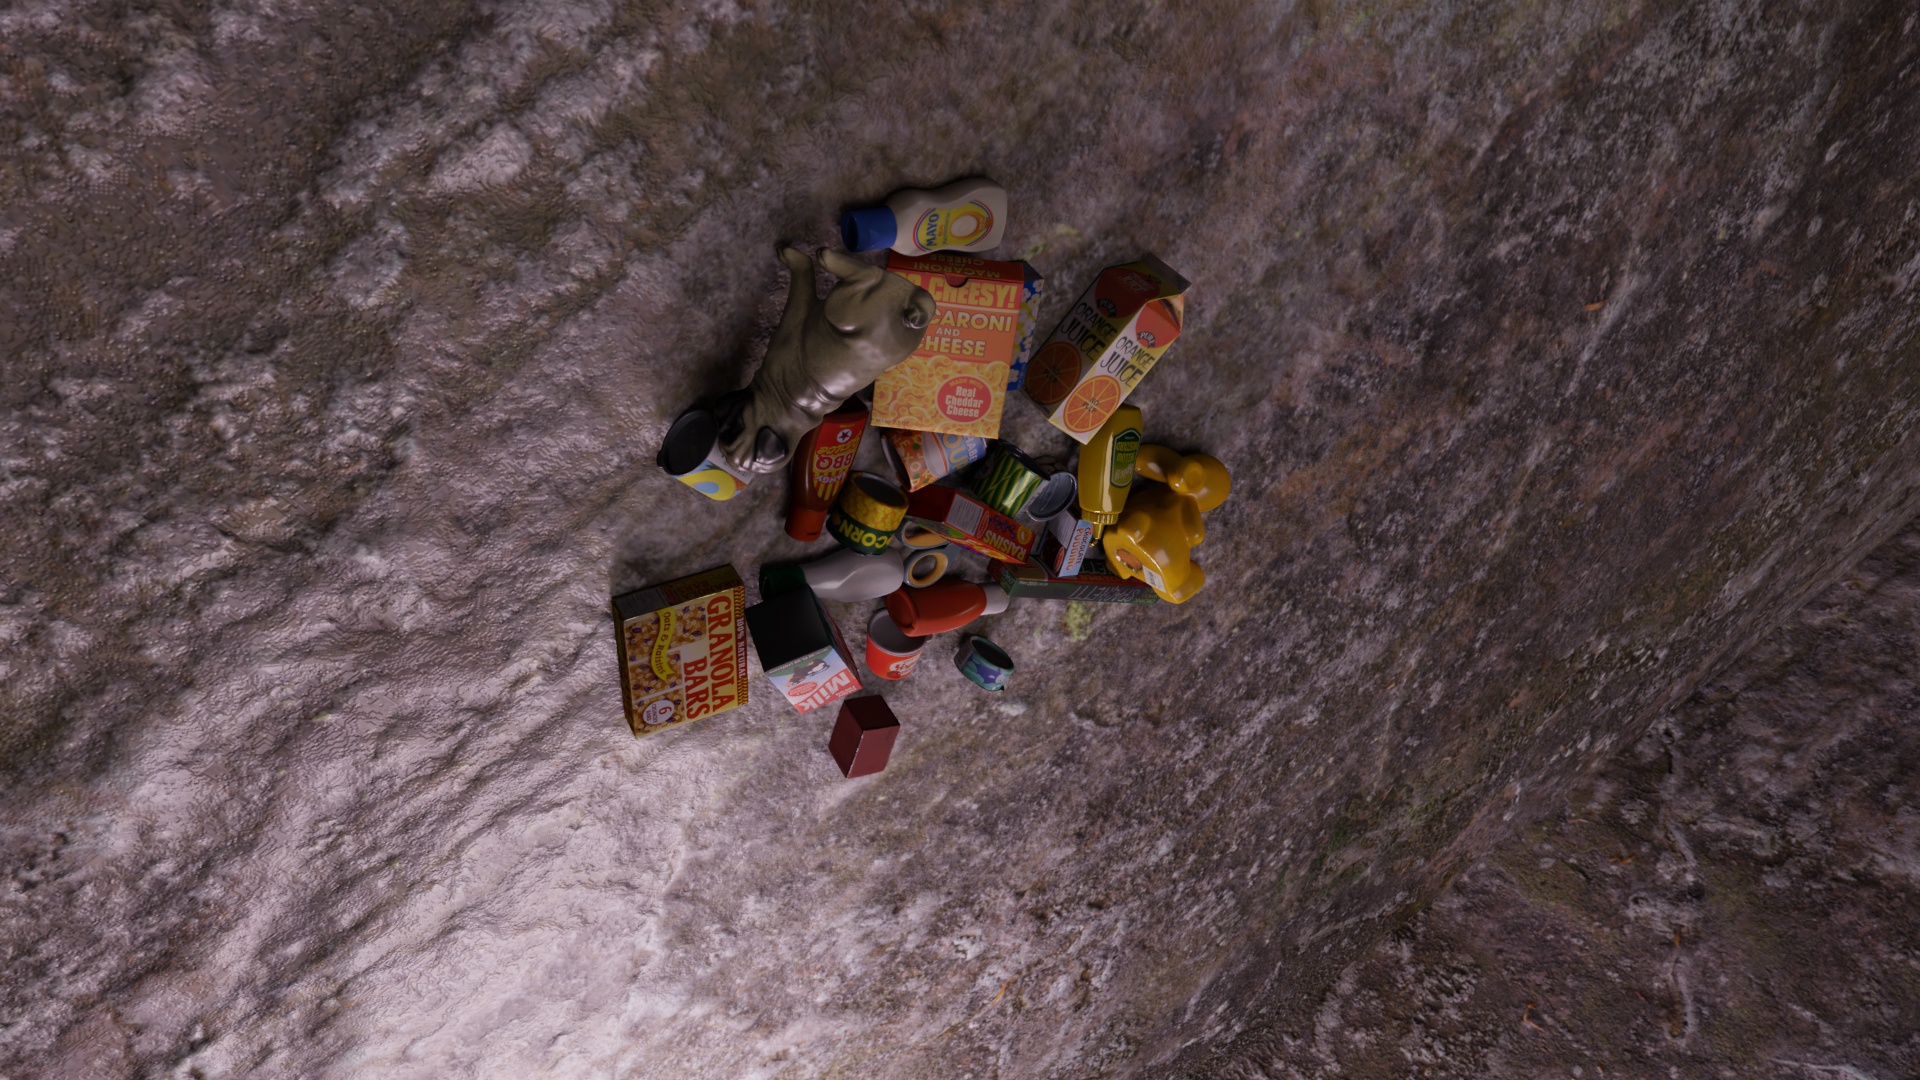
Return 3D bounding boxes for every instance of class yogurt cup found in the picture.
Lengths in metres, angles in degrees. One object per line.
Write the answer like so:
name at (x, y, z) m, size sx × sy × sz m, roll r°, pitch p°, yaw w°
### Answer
yogurt cup at (-0.073, 0.115, 1.522) m, size 0.072 × 0.072 × 0.053 m, roll -13°, pitch 141°, yaw -28°

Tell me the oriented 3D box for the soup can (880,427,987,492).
soup can at (-0.026, -0.093, 1.363) m, size 0.084 × 0.071 × 0.071 m, roll -28°, pitch 138°, yaw -14°

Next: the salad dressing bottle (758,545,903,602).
salad dressing bottle at (-0.132, 0.038, 1.423) m, size 0.148 × 0.044 × 0.064 m, roll -8°, pitch 136°, yaw -30°

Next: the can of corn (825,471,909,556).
can of corn at (-0.091, -0.026, 1.374) m, size 0.071 × 0.071 × 0.058 m, roll 8°, pitch 120°, yaw -41°

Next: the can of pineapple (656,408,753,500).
can of pineapple at (-0.224, -0.076, 1.235) m, size 0.071 × 0.071 × 0.058 m, roll -46°, pitch 139°, yaw 8°

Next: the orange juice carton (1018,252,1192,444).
orange juice carton at (0.149, -0.200, 1.399) m, size 0.192 × 0.072 × 0.073 m, roll -50°, pitch 139°, yaw 12°

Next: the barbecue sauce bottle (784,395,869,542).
barbecue sauce bottle at (-0.134, -0.068, 1.324) m, size 0.065 × 0.044 × 0.147 m, roll -11°, pitch 132°, yaw -40°

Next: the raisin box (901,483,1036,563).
raisin box at (0.005, -0.018, 1.426) m, size 0.123 × 0.086 × 0.040 m, roll 27°, pitch 80°, yaw -40°

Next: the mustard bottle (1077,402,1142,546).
mustard bottle at (0.158, -0.069, 1.504) m, size 0.065 × 0.049 × 0.159 m, roll -7°, pitch 109°, yaw -44°

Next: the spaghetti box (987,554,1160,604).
spaghetti box at (0.141, 0.046, 1.630) m, size 0.250 × 0.050 × 0.028 m, roll 5°, pitch 125°, yaw -40°

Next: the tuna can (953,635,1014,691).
tuna can at (0.030, 0.144, 1.620) m, size 0.071 × 0.071 × 0.032 m, roll 17°, pitch 114°, yaw -45°

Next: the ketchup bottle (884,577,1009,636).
ketchup bottle at (-0.010, 0.068, 1.530) m, size 0.149 × 0.065 × 0.043 m, roll -5°, pitch 138°, yaw -43°

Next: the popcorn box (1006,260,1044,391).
popcorn box at (0.025, -0.200, 1.330) m, size 0.085 × 0.038 × 0.126 m, roll -12°, pitch 132°, yaw -27°

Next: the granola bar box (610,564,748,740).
granola bar box at (-0.276, 0.111, 1.382) m, size 0.124 × 0.039 × 0.164 m, roll -17°, pitch 134°, yaw -25°

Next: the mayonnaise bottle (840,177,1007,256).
mayonnaise bottle at (-0.031, -0.279, 1.214) m, size 0.148 × 0.041 × 0.064 m, roll -15°, pitch 132°, yaw -28°

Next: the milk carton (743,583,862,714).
milk carton at (-0.155, 0.120, 1.426) m, size 0.072 × 0.073 × 0.190 m, roll -23°, pitch 156°, yaw -2°

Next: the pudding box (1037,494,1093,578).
pudding box at (0.120, -0.005, 1.569) m, size 0.030 × 0.050 × 0.083 m, roll -5°, pitch 128°, yaw -32°

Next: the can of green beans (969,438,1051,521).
can of green beans at (0.051, -0.062, 1.453) m, size 0.071 × 0.071 × 0.057 m, roll 24°, pitch 110°, yaw -46°

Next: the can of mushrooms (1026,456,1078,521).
can of mushrooms at (0.091, -0.057, 1.513) m, size 0.071 × 0.033 × 0.070 m, roll -21°, pitch 137°, yaw -21°

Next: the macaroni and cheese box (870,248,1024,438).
macaroni and cheese box at (-0.014, -0.178, 1.275) m, size 0.124 × 0.040 × 0.165 m, roll 6°, pitch 127°, yaw -4°
